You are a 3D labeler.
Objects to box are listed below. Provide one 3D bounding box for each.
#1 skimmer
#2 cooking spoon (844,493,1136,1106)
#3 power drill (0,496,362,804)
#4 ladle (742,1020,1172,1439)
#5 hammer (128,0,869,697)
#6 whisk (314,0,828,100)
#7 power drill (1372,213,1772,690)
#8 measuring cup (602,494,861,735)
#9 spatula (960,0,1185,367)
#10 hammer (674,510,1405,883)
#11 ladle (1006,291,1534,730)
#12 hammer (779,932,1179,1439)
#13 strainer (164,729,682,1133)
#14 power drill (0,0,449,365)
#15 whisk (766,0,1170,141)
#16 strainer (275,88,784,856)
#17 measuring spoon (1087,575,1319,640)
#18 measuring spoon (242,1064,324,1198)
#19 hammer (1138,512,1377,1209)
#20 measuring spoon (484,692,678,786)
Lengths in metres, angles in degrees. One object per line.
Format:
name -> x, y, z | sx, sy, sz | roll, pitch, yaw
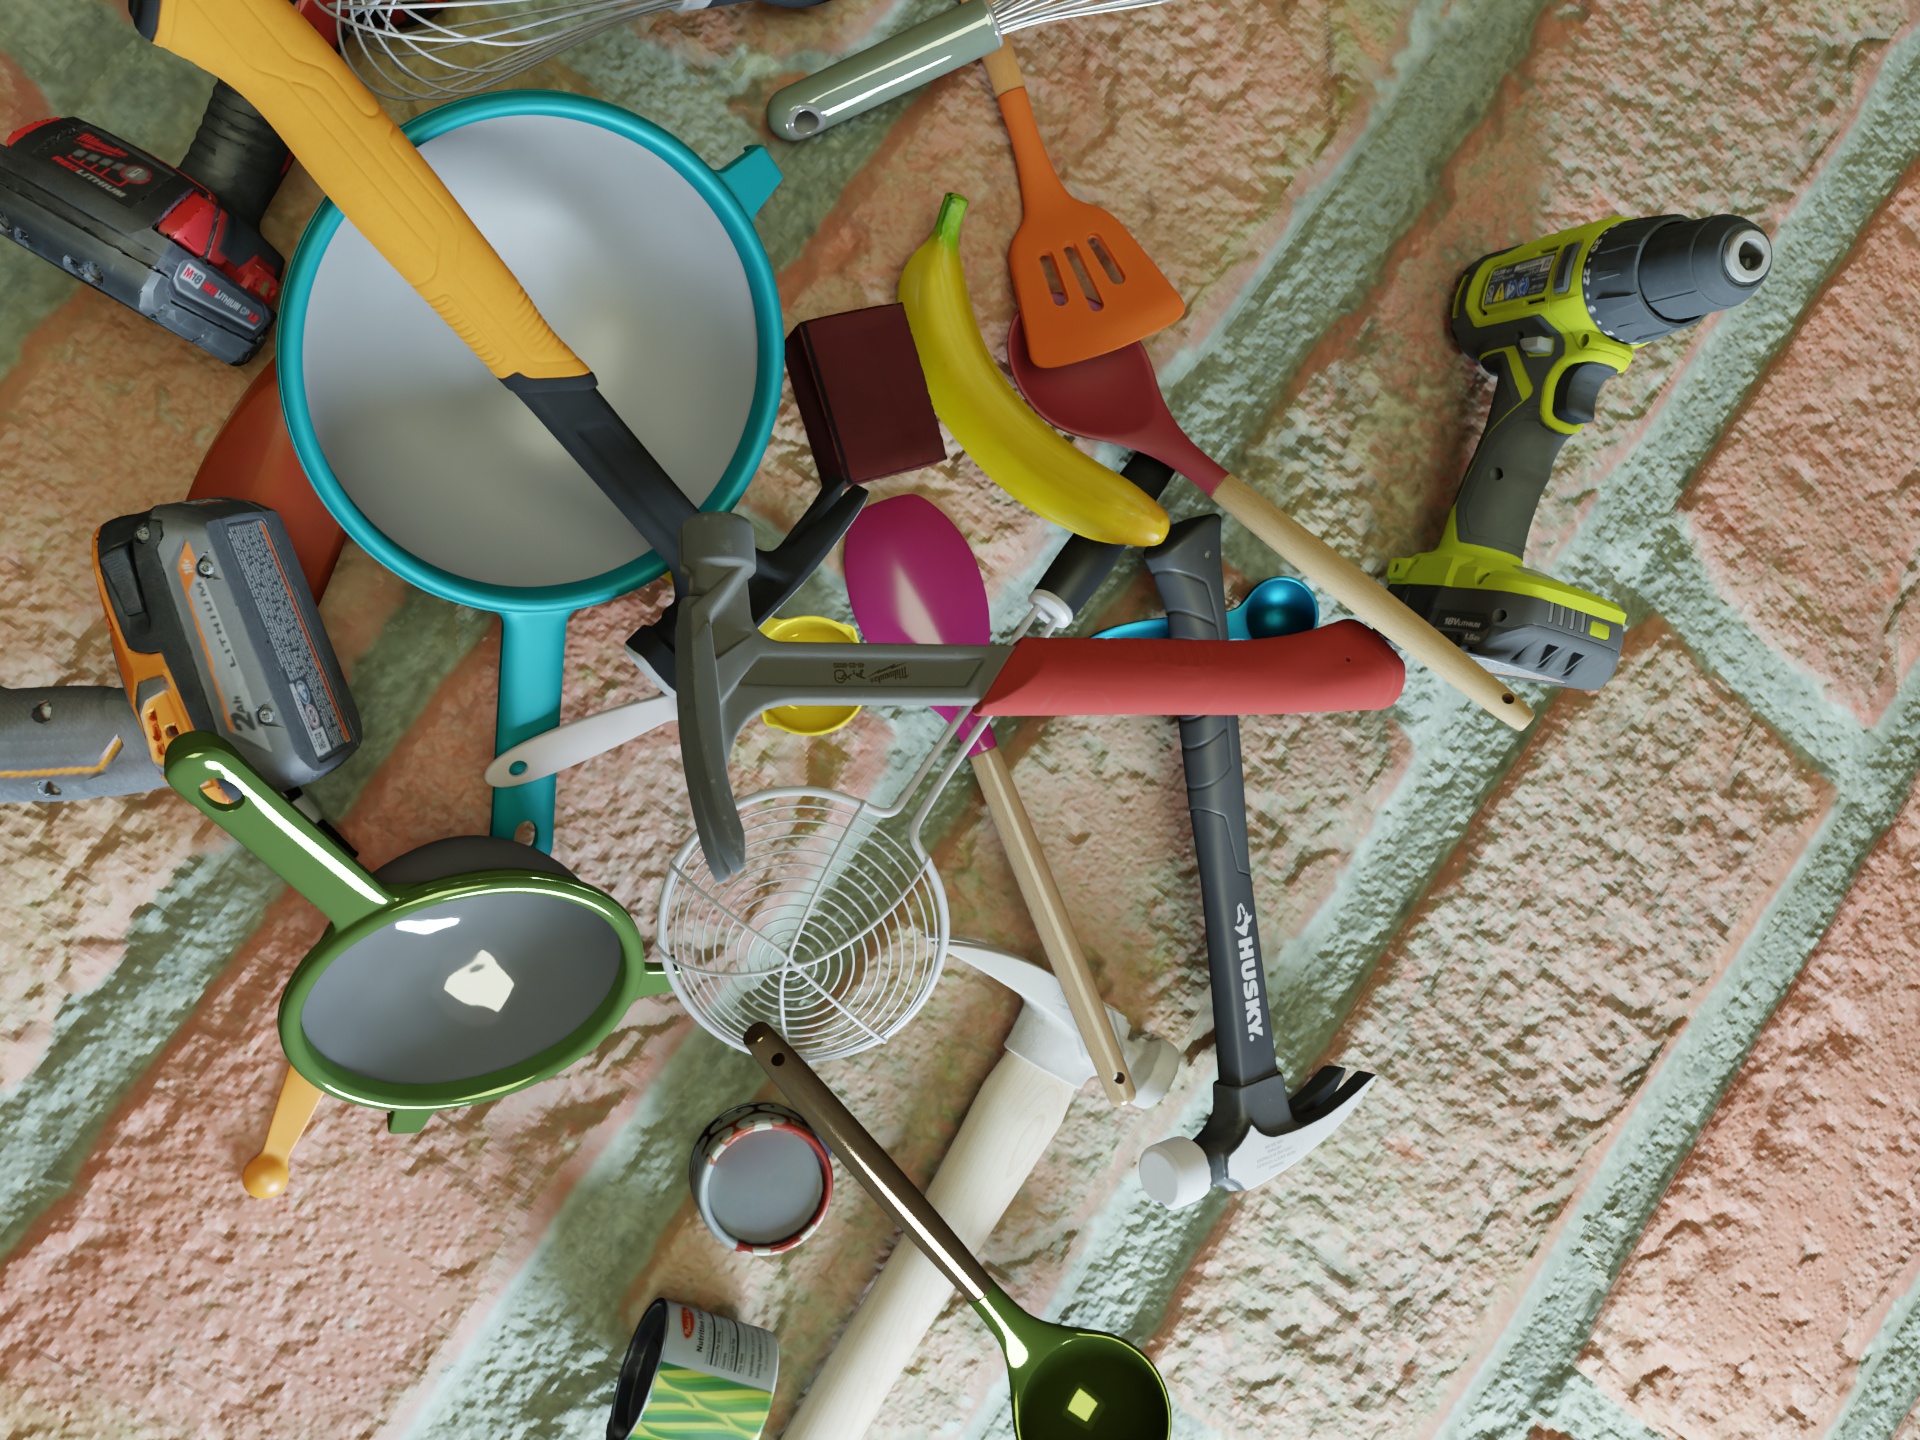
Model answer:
skimmer -> -0.001, -0.002, 0.755 | 0.127, 0.090, 0.363 | 40, 61, -8
cooking spoon -> 0.021, 0.039, 0.780 | 0.068, 0.017, 0.319 | -22, 89, -15
power drill -> -0.376, -0.015, 0.628 | 0.226, 0.084, 0.164 | -17, 101, 3
ladle -> 0.001, 0.249, 0.722 | 0.078, 0.062, 0.319 | -42, 118, -14
hammer -> -0.168, -0.155, 0.612 | 0.127, 0.034, 0.336 | -46, 129, -8
whisk -> -0.141, -0.309, 0.670 | 0.284, 0.070, 0.070 | -33, 102, -44
power drill -> 0.298, -0.136, 0.788 | 0.080, 0.191, 0.228 | 15, 92, -17
measuring cup -> -0.109, -0.054, 0.760 | 0.156, 0.029, 0.062 | 42, 89, -1
spatula -> 0.018, -0.332, 0.774 | 0.081, 0.041, 0.322 | -21, 96, -3
hammer -> 0.051, -0.011, 0.710 | 0.359, 0.036, 0.149 | 0, 74, -26
ladle -> 0.148, -0.100, 0.771 | 0.315, 0.031, 0.069 | 41, 76, 11
hammer -> -0.051, 0.306, 0.780 | 0.146, 0.038, 0.411 | 32, 84, -13
strainer -> -0.236, 0.069, 0.656 | 0.151, 0.069, 0.256 | -29, 138, -1
power drill -> -0.283, -0.268, 0.617 | 0.080, 0.188, 0.227 | 29, 87, -2
whisk -> 0.021, -0.331, 0.744 | 0.246, 0.057, 0.059 | -23, 57, 6
strainer -> -0.198, -0.100, 0.702 | 0.211, 0.095, 0.340 | -6, 115, -34
measuring spoon -> 0.123, -0.048, 0.831 | 0.128, 0.021, 0.042 | -10, 100, -6
measuring spoon -> -0.294, 0.161, 0.717 | 0.021, 0.011, 0.117 | 23, 85, -16
hammer -> 0.136, 0.063, 0.803 | 0.146, 0.035, 0.335 | -9, 93, -36
measuring spoon -> -0.152, 0.006, 0.714 | 0.124, 0.018, 0.034 | -23, 126, -22
